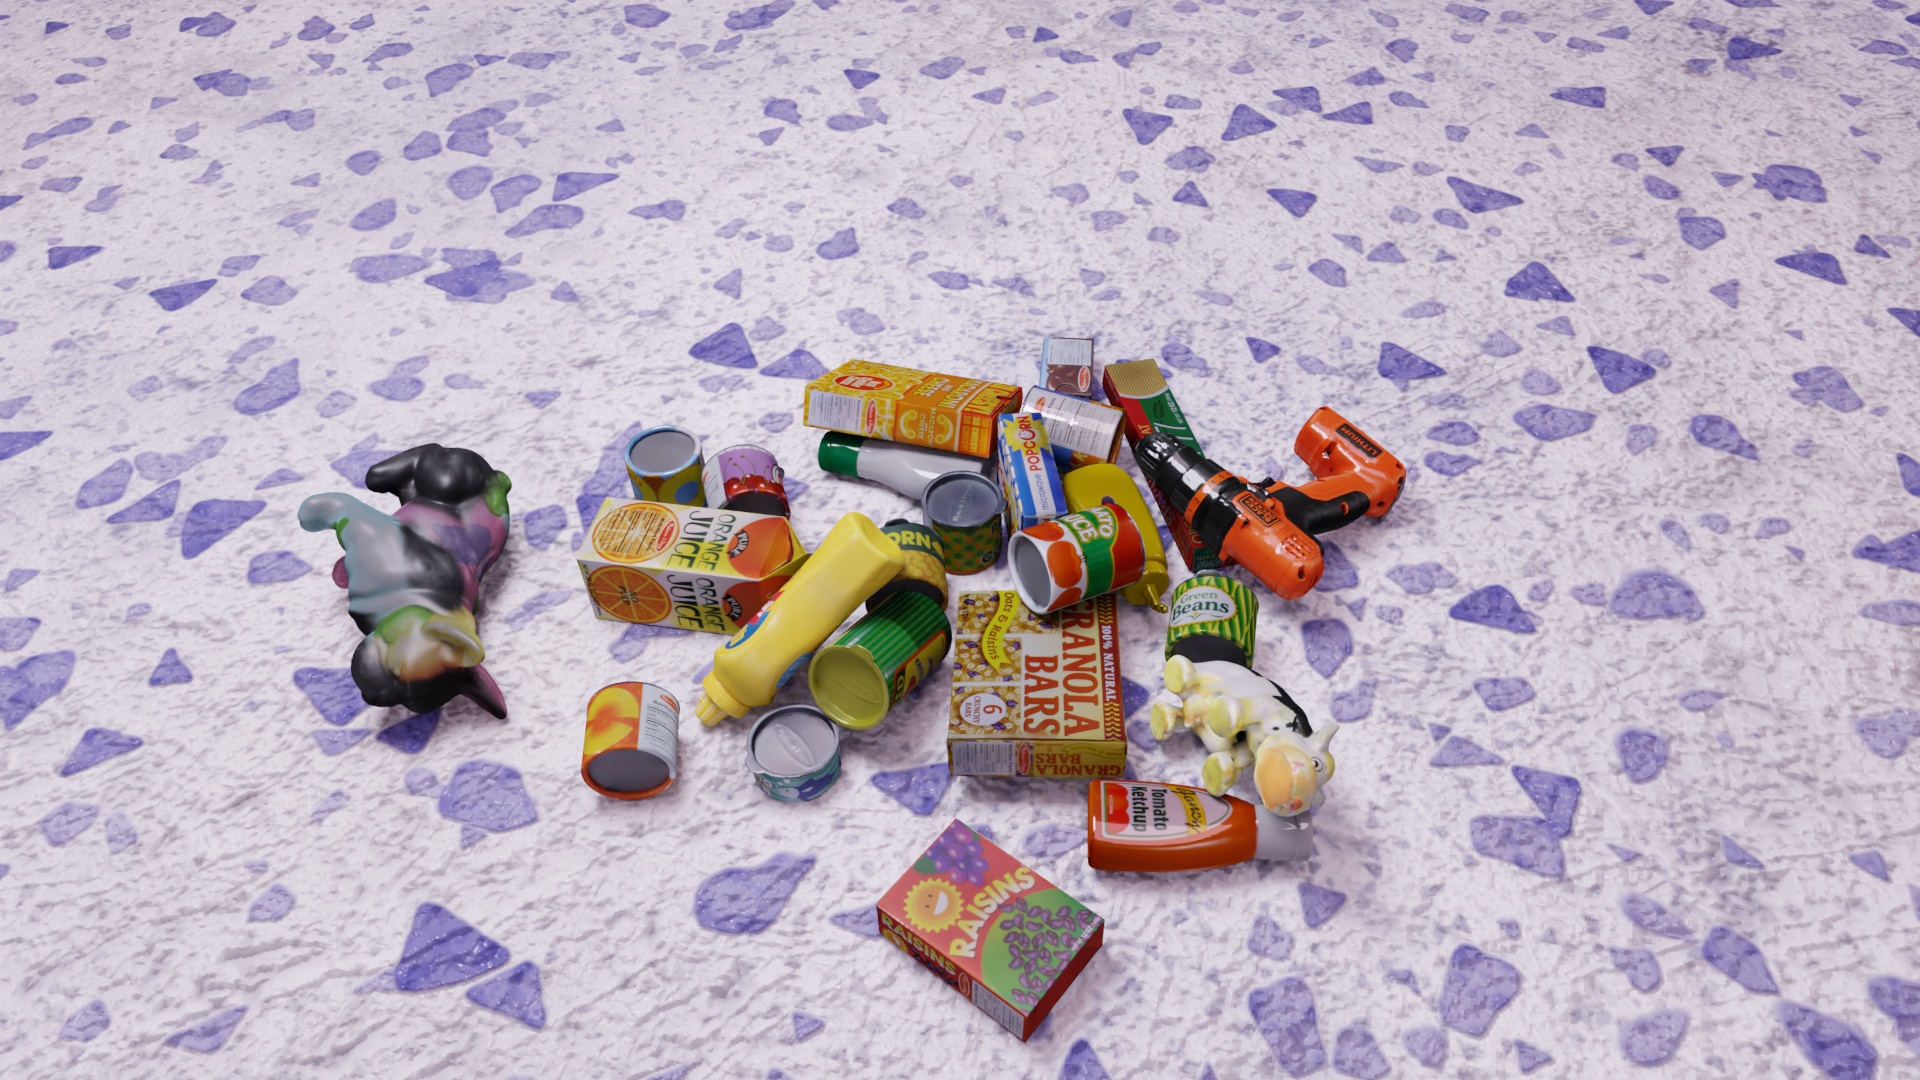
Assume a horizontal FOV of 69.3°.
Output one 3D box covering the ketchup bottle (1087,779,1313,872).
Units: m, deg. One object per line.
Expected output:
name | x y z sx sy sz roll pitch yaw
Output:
ketchup bottle | 0.160 0.195 0.940 0.149 0.043 0.065 2 38 3

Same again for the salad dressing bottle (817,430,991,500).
salad dressing bottle | -0.049 -0.065 1.204 0.148 0.043 0.064 12 39 15

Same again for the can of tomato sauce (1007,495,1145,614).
can of tomato sauce | 0.087 0.011 1.050 0.083 0.070 0.071 -17 47 -25

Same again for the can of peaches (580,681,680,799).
can of peaches | -0.236 0.144 0.990 0.071 0.071 0.058 -6 46 -3

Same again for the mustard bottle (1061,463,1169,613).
mustard bottle | 0.131 0.005 1.125 0.065 0.048 0.161 -12 47 -12

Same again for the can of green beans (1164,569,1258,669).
can of green beans | 0.190 0.068 1.048 0.071 0.071 0.058 8 47 10

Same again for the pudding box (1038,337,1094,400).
pudding box | 0.098 -0.154 1.295 0.050 0.030 0.084 3 46 4

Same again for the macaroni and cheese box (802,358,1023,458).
macaroni and cheese box | -0.039 -0.119 1.225 0.166 0.040 0.124 10 21 12

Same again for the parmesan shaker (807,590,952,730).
parmesan shaker | -0.055 0.084 1.018 0.071 0.071 0.103 20 29 20

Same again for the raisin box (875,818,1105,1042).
raisin box | 0.019 0.248 0.896 0.123 0.039 0.086 30 54 26

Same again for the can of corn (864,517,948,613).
can of corn | -0.044 0.027 1.094 0.071 0.070 0.058 -5 46 -3

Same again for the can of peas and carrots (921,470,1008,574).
can of peas and carrots | 0.004 -0.014 1.141 0.071 0.058 0.071 -1 46 1

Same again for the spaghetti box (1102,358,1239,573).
spaghetti box | 0.184 -0.071 1.212 0.050 0.028 0.251 -10 46 -8

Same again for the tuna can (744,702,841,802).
tuna can | -0.121 0.154 0.998 0.071 0.032 0.071 -1 45 1

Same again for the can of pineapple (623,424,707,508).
can of pineapple | -0.253 -0.057 1.192 0.071 0.057 0.071 -1 46 1

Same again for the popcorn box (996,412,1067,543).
popcorn box | 0.057 -0.034 1.140 0.038 0.084 0.127 -6 45 -5

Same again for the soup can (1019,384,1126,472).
soup can | 0.096 -0.092 1.210 0.084 0.071 0.072 17 48 13

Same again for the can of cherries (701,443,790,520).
can of cherries | -0.177 -0.038 1.166 0.071 0.071 0.058 -13 47 -10

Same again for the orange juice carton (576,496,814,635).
orange juice carton | -0.196 0.023 1.102 0.193 0.071 0.073 6 46 8

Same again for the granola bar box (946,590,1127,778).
granola bar box | 0.056 0.101 1.021 0.124 0.038 0.166 1 36 3
